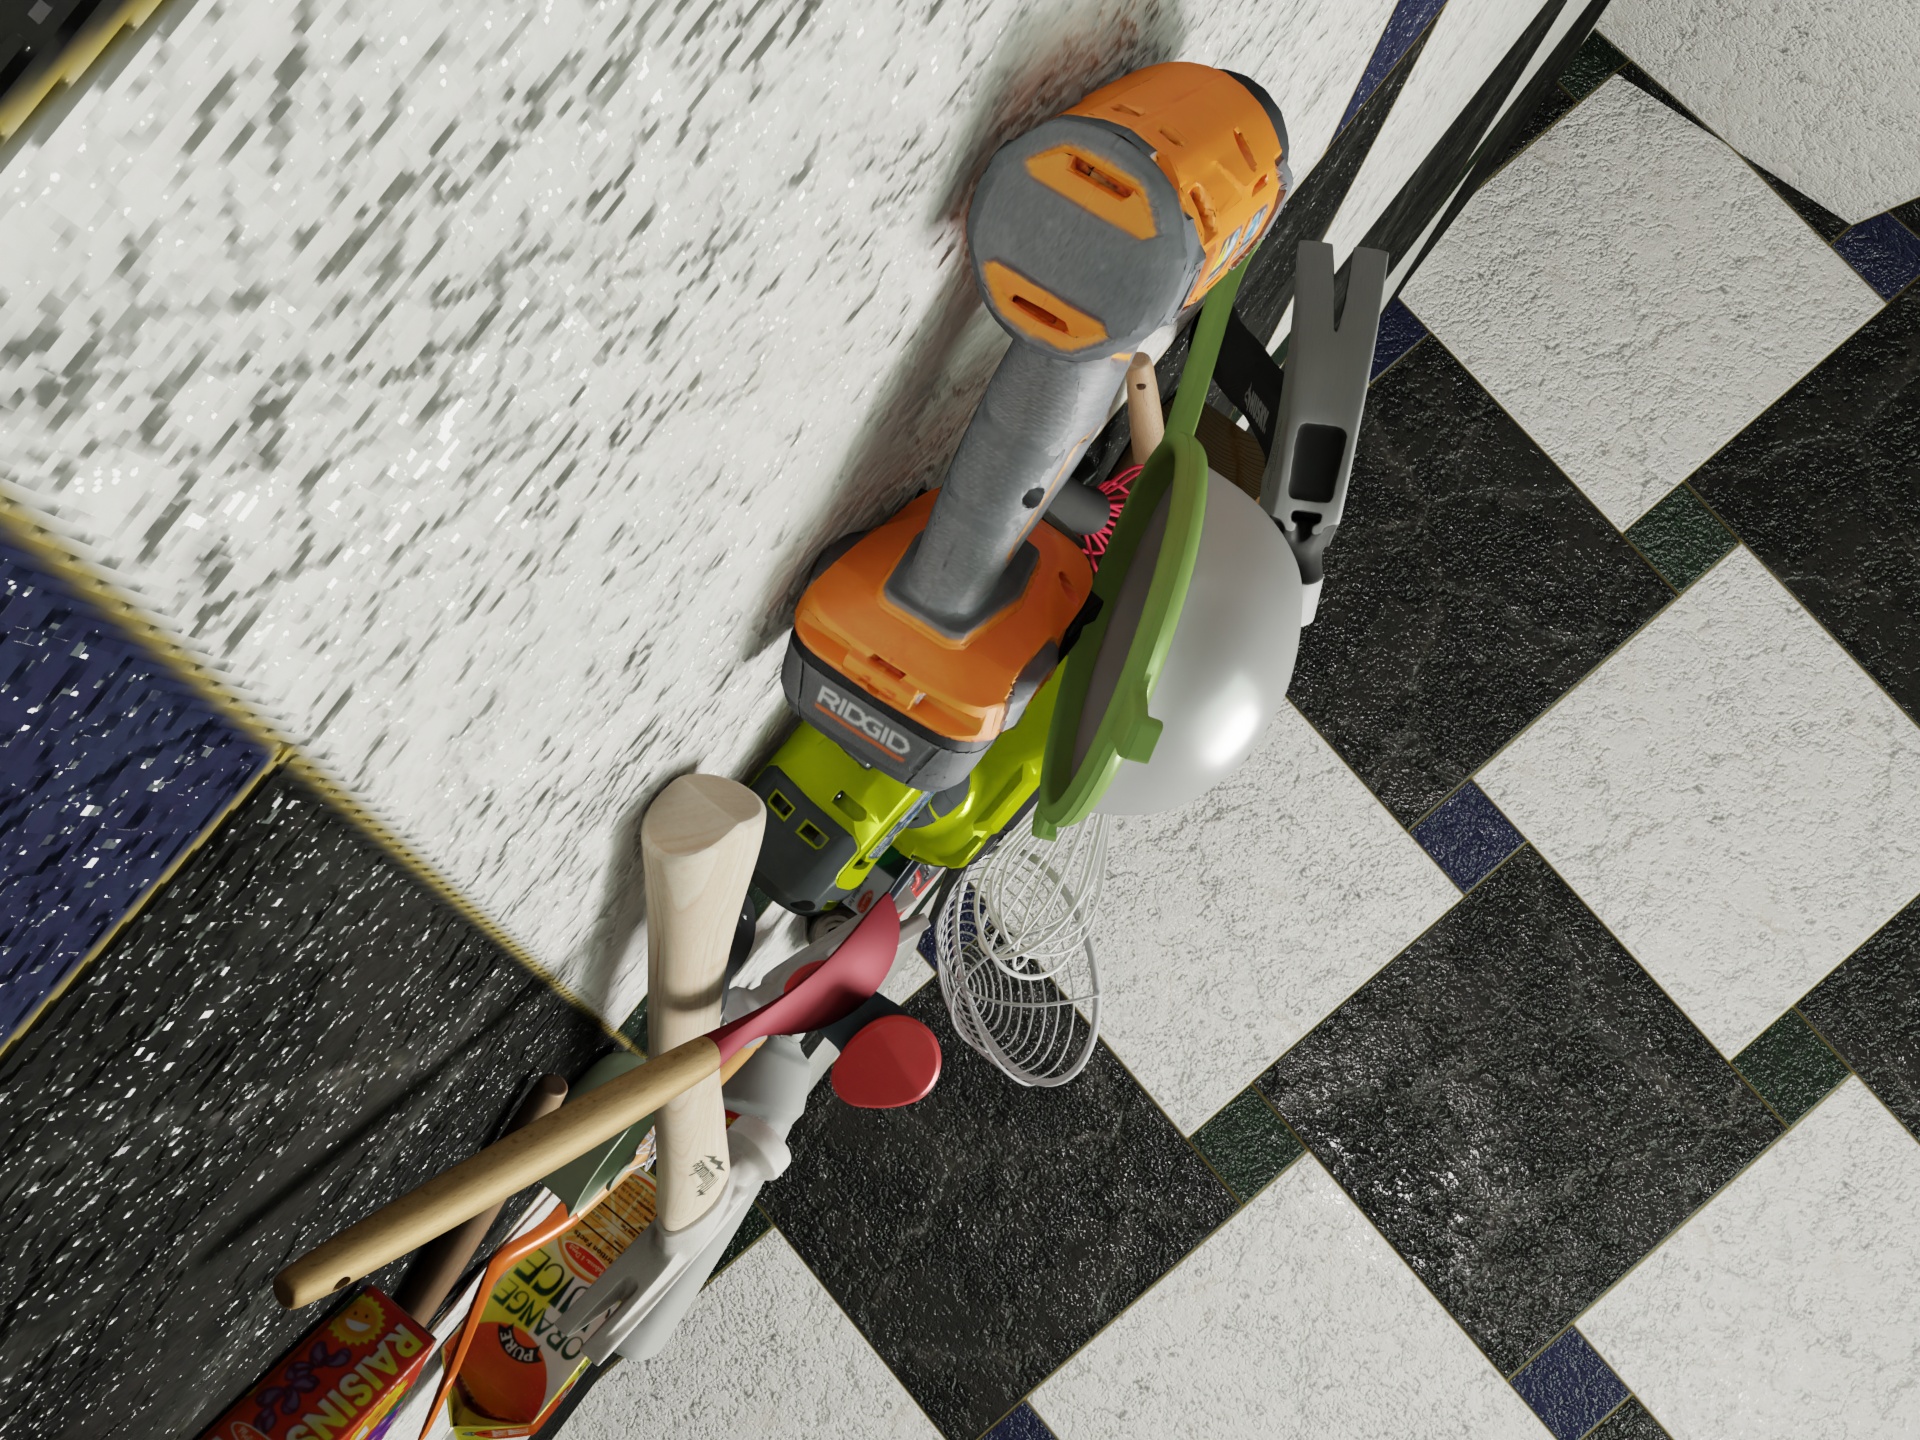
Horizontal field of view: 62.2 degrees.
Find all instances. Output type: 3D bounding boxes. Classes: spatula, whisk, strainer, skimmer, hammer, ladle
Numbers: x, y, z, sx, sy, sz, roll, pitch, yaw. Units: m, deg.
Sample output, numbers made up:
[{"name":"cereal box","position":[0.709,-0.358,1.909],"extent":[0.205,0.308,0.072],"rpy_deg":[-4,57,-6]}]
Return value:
[{"name":"spatula","position":[0.119,-0.114,0.942],"extent":[0.317,0.082,0.044],"rpy_deg":[64,24,-65]},{"name":"whisk","position":[-0.140,0.168,0.834],"extent":[0.070,0.070,0.284],"rpy_deg":[-48,168,-41]},{"name":"whisk","position":[0.069,0.020,0.757],"extent":[0.058,0.059,0.246],"rpy_deg":[-24,-152,49]},{"name":"spatula","position":[-0.249,0.269,0.718],"extent":[0.315,0.018,0.060],"rpy_deg":[-55,173,24]},{"name":"spatula","position":[-0.207,0.280,0.933],"extent":[0.323,0.041,0.081],"rpy_deg":[-40,165,-49]},{"name":"strainer","position":[0.099,-0.072,0.600],"extent":[0.151,0.069,0.256],"rpy_deg":[121,-13,-72]},{"name":"skimmer","position":[0.053,0.045,0.939],"extent":[0.364,0.090,0.127],"rpy_deg":[-74,-171,-48]},{"name":"whisk","position":[0.067,-0.099,0.771],"extent":[0.073,0.073,0.295],"rpy_deg":[-55,162,14]},{"name":"hammer","position":[-0.049,0.142,0.836],"extent":[0.143,0.038,0.386],"rpy_deg":[-31,-177,-12]},{"name":"hammer","position":[-0.126,0.161,0.694],"extent":[0.146,0.038,0.410],"rpy_deg":[-44,160,-33]},{"name":"hammer","position":[0.142,-0.166,0.762],"extent":[0.335,0.035,0.146],"rpy_deg":[-85,-177,-68]},{"name":"ladle","position":[-0.109,0.129,0.577],"extent":[0.315,0.031,0.069],"rpy_deg":[-21,147,-57]}]

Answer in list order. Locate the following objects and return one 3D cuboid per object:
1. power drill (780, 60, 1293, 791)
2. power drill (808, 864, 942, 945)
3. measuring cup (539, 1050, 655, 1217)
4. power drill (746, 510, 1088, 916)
[{"name":"power drill","position":[0.032,-0.101,0.516],"extent":[0.164,0.084,0.226],"rpy_deg":[-49,169,-50]},{"name":"power drill","position":[-0.031,0.100,1.174],"extent":[0.227,0.080,0.188],"rpy_deg":[-50,173,-6]},{"name":"measuring cup","position":[-0.185,0.214,0.813],"extent":[0.083,0.038,0.167],"rpy_deg":[-51,175,-26]},{"name":"power drill","position":[-0.001,-0.002,0.731],"extent":[0.190,0.080,0.228],"rpy_deg":[-49,168,6]}]
